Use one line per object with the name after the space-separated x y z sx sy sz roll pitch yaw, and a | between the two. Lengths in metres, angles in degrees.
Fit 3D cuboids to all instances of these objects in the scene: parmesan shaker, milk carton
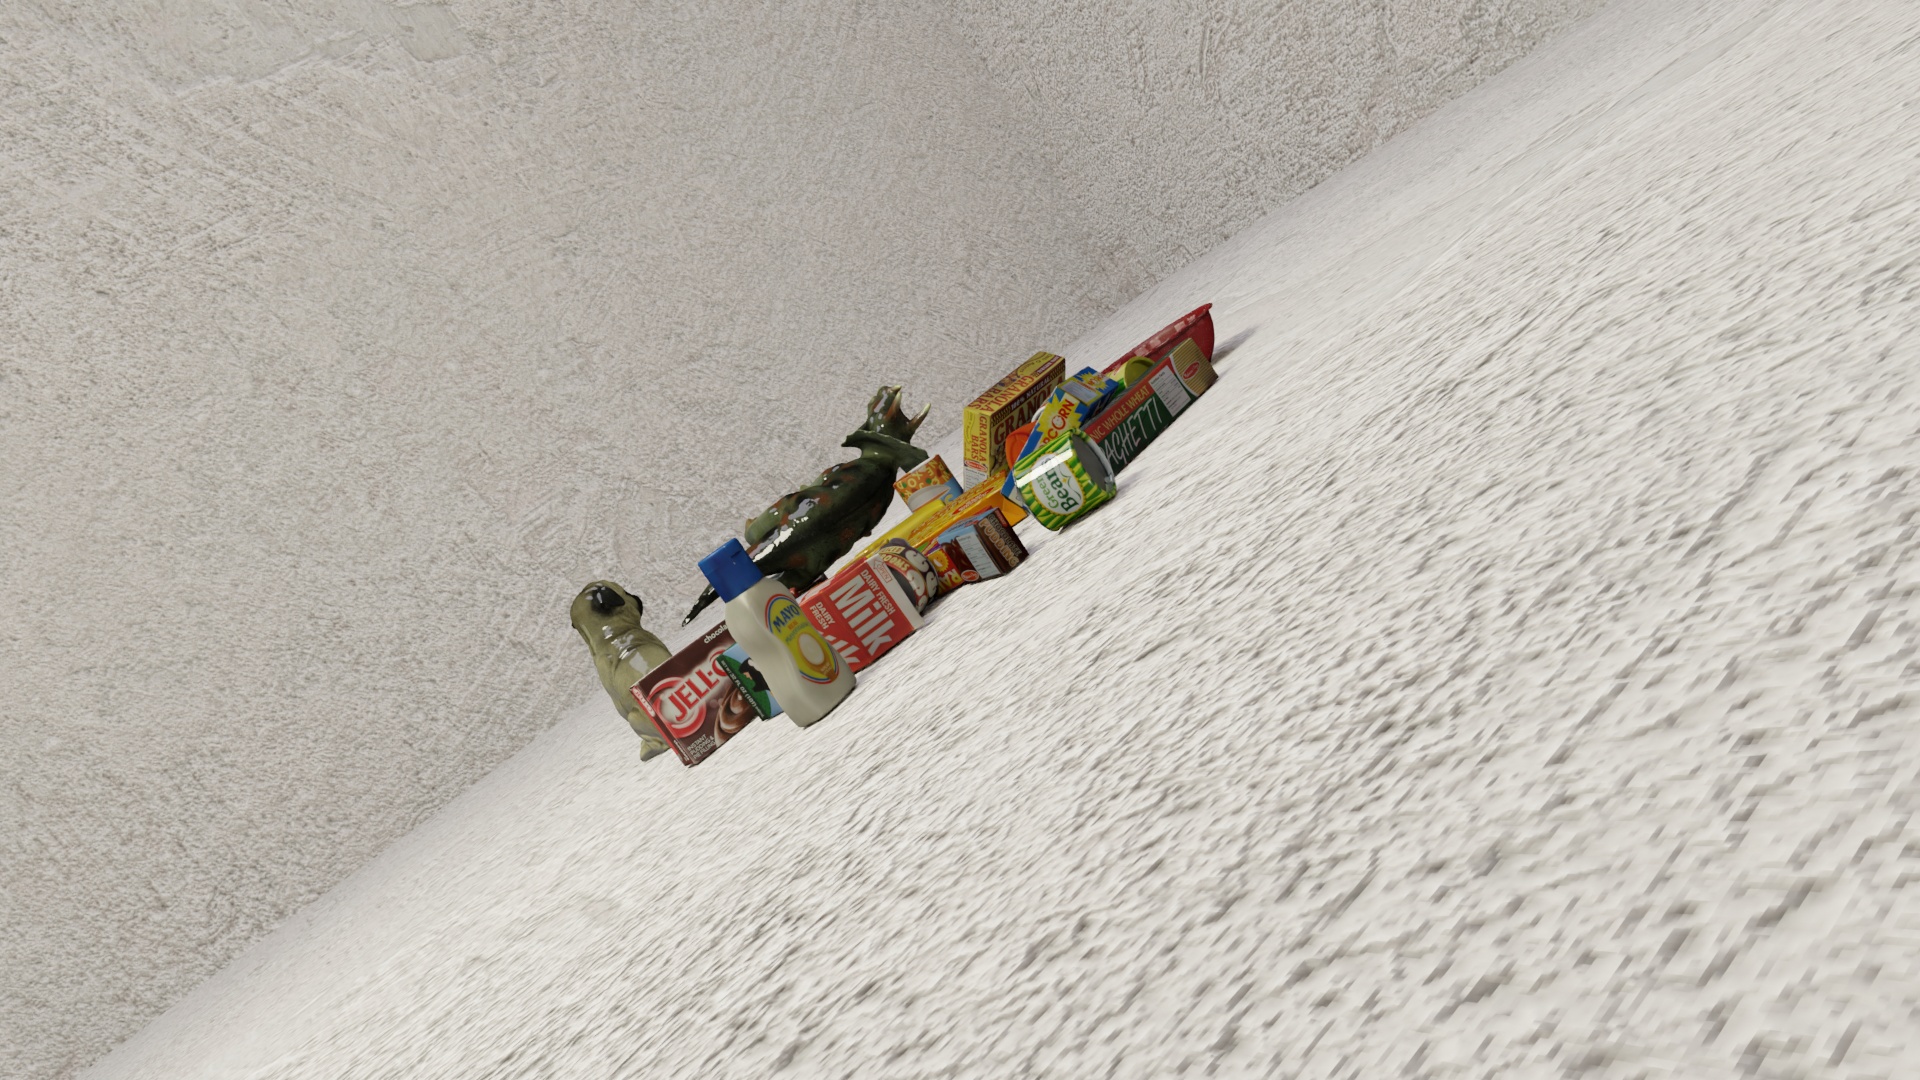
0.153 -0.131 1.369 0.102 0.071 0.072 -29 8 47 | parmesan shaker
-0.112 0.077 1.173 0.190 0.072 0.074 -30 8 37 | milk carton

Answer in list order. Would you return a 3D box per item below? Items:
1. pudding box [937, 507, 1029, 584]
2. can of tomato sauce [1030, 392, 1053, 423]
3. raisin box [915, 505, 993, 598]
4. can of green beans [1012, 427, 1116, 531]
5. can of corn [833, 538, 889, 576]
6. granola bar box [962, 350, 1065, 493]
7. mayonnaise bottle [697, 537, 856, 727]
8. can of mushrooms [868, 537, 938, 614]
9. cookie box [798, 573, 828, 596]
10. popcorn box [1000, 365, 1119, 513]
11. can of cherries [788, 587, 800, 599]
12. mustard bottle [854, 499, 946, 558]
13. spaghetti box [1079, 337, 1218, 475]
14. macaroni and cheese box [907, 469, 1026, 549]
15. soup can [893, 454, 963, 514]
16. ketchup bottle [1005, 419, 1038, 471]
0.017 0.005 1.139 0.030 0.049 0.083 -36 6 -22 | pudding box
0.113 -0.130 1.549 0.071 0.071 0.083 -33 7 18 | can of tomato sauce
-0.022 0.024 1.249 0.123 0.040 0.086 -31 7 41 | raisin box
0.084 -0.049 1.120 0.057 0.071 0.071 -32 7 25 | can of green beans
-0.080 0.038 1.351 0.071 0.058 0.071 -34 7 5 | can of corn
0.064 -0.130 1.607 0.039 0.123 0.166 20 40 27 | granola bar box
-0.143 0.067 1.058 0.041 0.148 0.065 -31 8 36 | mayonnaise bottle
-0.055 0.036 1.196 0.070 0.071 0.034 -30 10 42 | can of mushrooms
-0.208 0.094 1.683 0.123 0.040 0.167 -35 6 -2 | cookie box
0.093 -0.095 1.301 0.085 0.038 0.126 -37 -21 -58 | popcorn box
-0.193 0.093 1.534 0.071 0.058 0.071 -35 7 5 | can of cherries
-0.075 0.016 1.533 0.160 0.049 0.065 -35 6 3 | mustard bottle
0.161 -0.114 1.272 0.028 0.050 0.251 -31 7 47 | spaghetti box
0.005 -0.018 1.409 0.123 0.040 0.167 -34 7 6 | macaroni and cheese box
-0.030 -0.048 1.613 0.071 0.083 0.071 -35 7 5 | soup can
0.105 -0.101 1.434 0.043 0.064 0.149 -11 12 39 | ketchup bottle
